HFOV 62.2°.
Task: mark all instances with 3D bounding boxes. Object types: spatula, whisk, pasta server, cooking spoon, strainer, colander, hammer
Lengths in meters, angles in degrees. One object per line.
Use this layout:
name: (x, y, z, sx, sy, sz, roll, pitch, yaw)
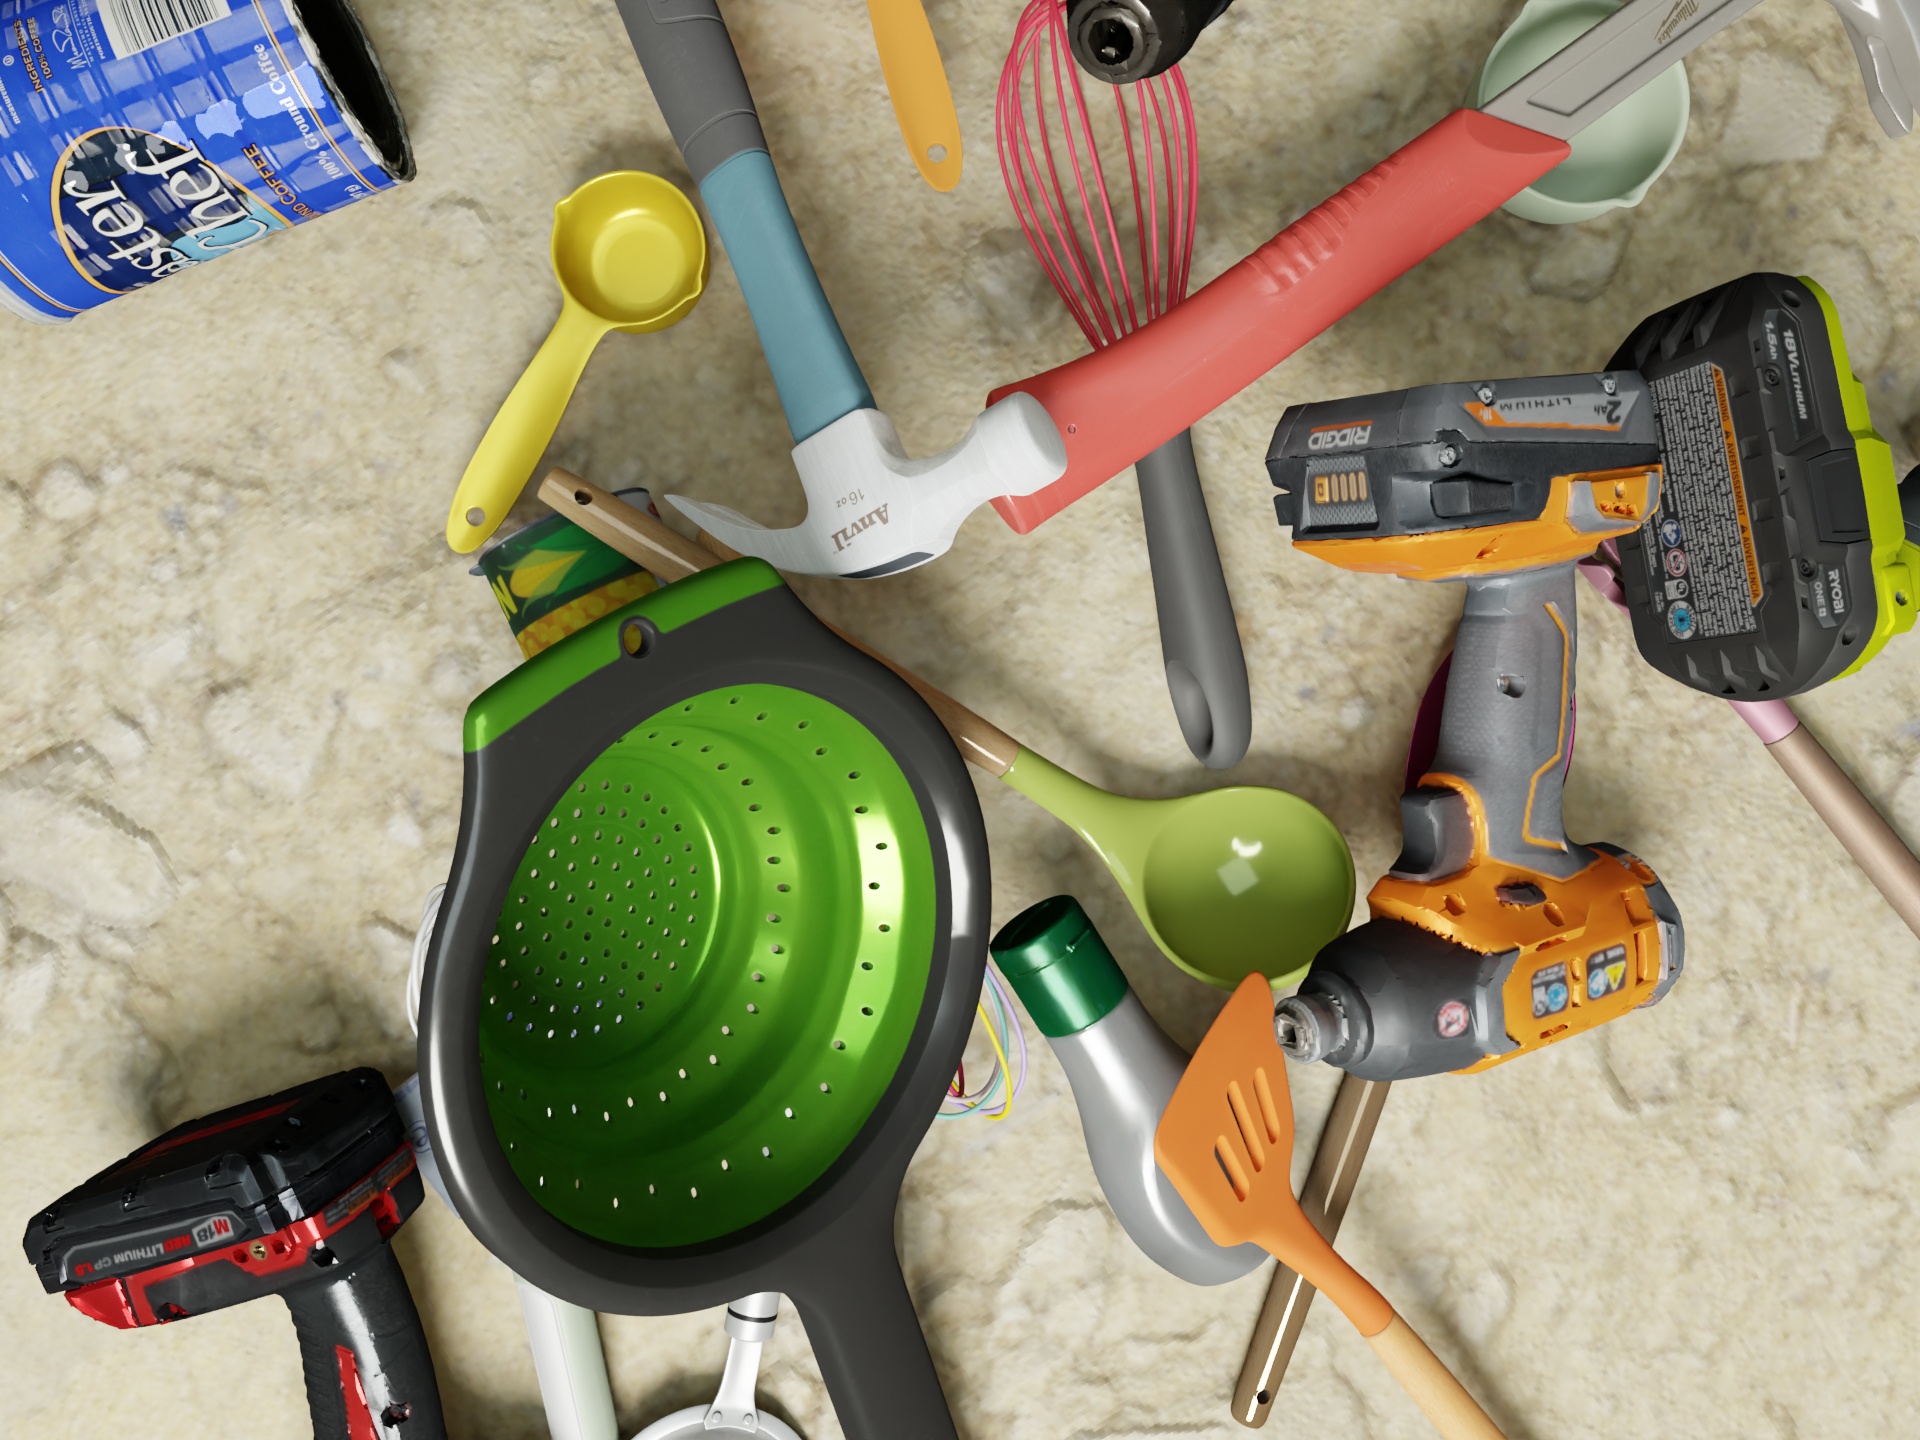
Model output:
spatula: (0.168, 0.230, 0.565, 0.322, 0.041, 0.081, 50, 53, -12)
whisk: (0.068, -0.126, 0.580, 0.073, 0.073, 0.296, -12, 96, 0)
pasta server: (0.326, 0.024, 0.590, 0.060, 0.040, 0.316, -40, 92, -12)
cooking spoon: (0.160, 0.115, 0.600, 0.068, 0.017, 0.319, 19, 91, -16)
strainer: (-0.081, 0.233, 0.592, 0.086, 0.050, 0.258, 11, 87, -16)
colander: (-0.073, 0.141, 0.530, 0.204, 0.094, 0.396, -34, 120, -36)
whisk: (-0.042, 0.038, 0.591, 0.051, 0.047, 0.245, -26, 86, -3)
hammer: (0.163, -0.170, 0.541, 0.359, 0.037, 0.149, -36, 101, -3)
whisk: (-0.153, 0.168, 0.565, 0.058, 0.059, 0.246, 3, 110, 29)
hammer: (-0.080, -0.199, 0.544, 0.128, 0.033, 0.331, -28, 77, 25)

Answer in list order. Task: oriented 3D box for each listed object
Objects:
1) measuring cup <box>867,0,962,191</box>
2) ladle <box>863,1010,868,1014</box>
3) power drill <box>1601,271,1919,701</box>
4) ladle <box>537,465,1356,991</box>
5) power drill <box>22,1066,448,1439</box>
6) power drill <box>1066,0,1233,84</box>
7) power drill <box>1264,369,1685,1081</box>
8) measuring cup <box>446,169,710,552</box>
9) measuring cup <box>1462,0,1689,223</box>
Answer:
measuring cup: (-0.029, -0.271, 0.581, 0.095, 0.052, 0.173, -16, 92, 0)
ladle: (-0.032, 0.252, 0.599, 0.069, 0.031, 0.315, -2, 89, -9)
power drill: (0.342, -0.097, 0.552, 0.223, 0.080, 0.171, -10, 90, -17)
ladle: (-0.001, -0.002, 0.552, 0.320, 0.062, 0.078, 31, 70, -11)
power drill: (-0.230, 0.249, 0.569, 0.143, 0.078, 0.219, -20, 96, 18)
power drill: (0.018, -0.318, 0.512, 0.226, 0.080, 0.188, 37, 53, -14)
power drill: (0.162, 0.005, 0.525, 0.164, 0.084, 0.226, -11, 99, -31)
measuring cup: (-0.147, -0.130, 0.595, 0.062, 0.029, 0.156, 31, 93, 0)
measuring cup: (0.183, -0.201, 0.588, 0.167, 0.038, 0.083, -27, 91, 2)
